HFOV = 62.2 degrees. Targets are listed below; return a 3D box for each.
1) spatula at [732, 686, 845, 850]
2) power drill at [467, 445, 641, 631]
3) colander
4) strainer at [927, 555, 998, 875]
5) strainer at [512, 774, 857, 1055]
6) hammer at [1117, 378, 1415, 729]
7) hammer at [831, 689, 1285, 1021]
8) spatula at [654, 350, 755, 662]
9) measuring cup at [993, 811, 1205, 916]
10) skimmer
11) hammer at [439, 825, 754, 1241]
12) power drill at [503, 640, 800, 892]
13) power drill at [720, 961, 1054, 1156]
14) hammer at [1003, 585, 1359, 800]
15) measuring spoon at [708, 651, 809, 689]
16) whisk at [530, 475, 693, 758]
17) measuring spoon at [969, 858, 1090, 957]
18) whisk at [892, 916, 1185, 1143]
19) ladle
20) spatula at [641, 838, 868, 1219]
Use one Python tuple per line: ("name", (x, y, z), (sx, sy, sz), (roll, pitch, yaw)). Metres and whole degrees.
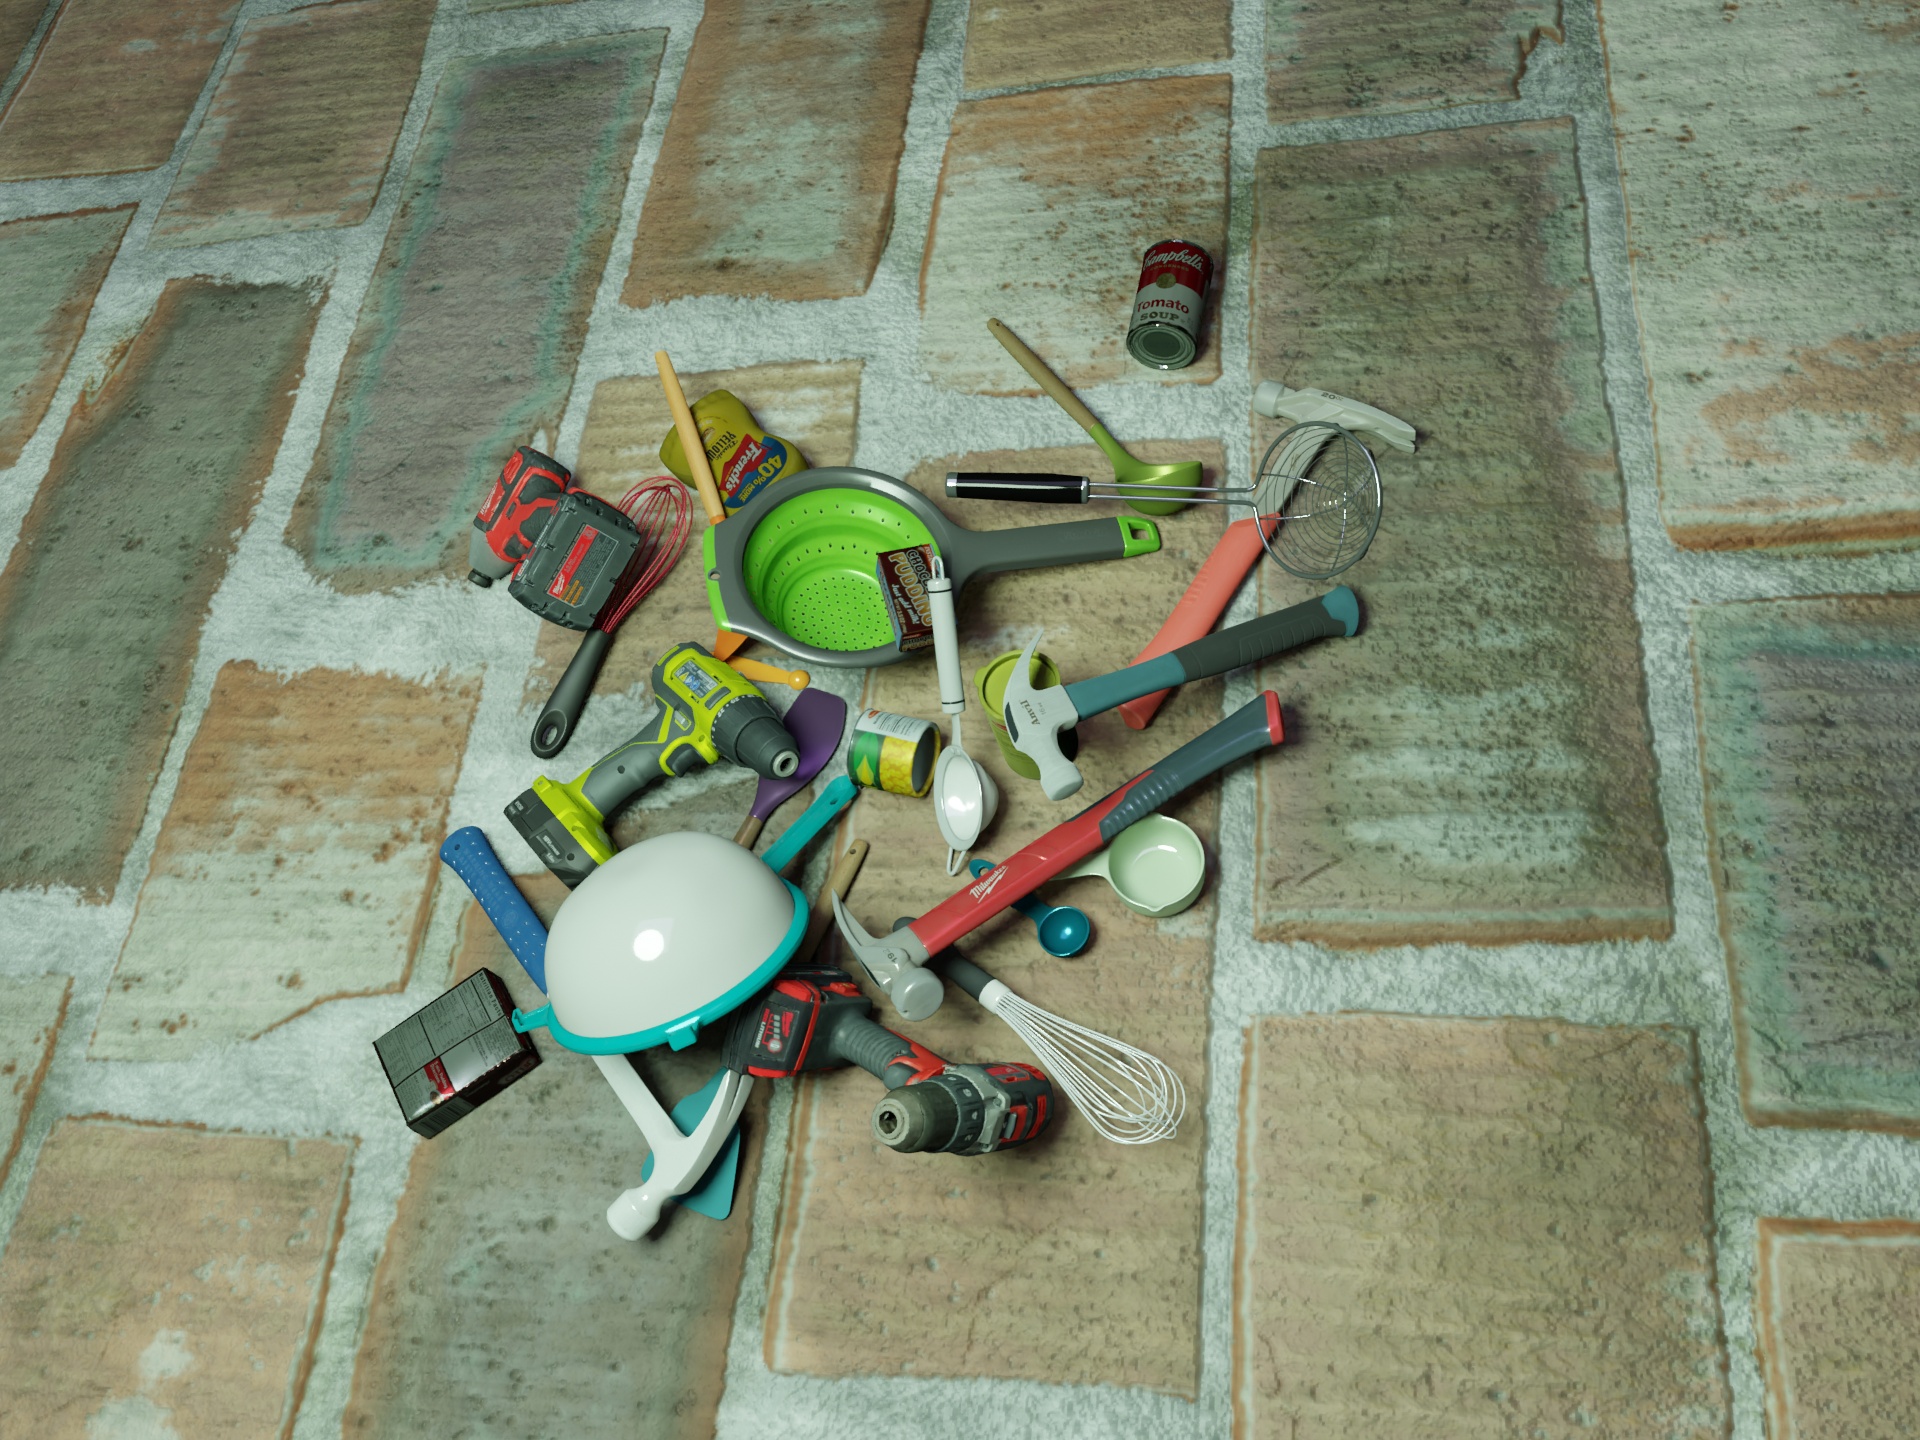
("spatula", (-0.183, 0.106, 1.343), (0.060, 0.018, 0.316), (20, 68, 22))
("power drill", (-0.392, -0.167, 1.479), (0.220, 0.078, 0.143), (33, 93, 51))
("colander", (-0.023, -0.123, 1.399), (0.397, 0.094, 0.205), (-7, 62, -10))
("strainer", (-0.002, -0.004, 1.279), (0.050, 0.258, 0.087), (-12, 12, -26))
("strainer", (-0.193, 0.112, 1.222), (0.211, 0.095, 0.340), (-4, 30, 38))
("hammer", (0.243, -0.139, 1.357), (0.149, 0.036, 0.359), (26, 71, 25))
("hammer", (0.085, 0.081, 1.231), (0.386, 0.038, 0.143), (-32, 38, -13))
("spatula", (-0.239, -0.207, 1.470), (0.081, 0.041, 0.323), (-38, 66, 43))
("measuring cup", (0.110, 0.120, 1.250), (0.167, 0.038, 0.083), (-5, 61, 14))
("skimmer", (0.160, -0.187, 1.314), (0.363, 0.090, 0.127), (4, 102, 11))
("hammer", (-0.314, 0.218, 1.284), (0.144, 0.035, 0.406), (-47, 55, 0))
("power drill", (-0.254, 0.049, 1.341), (0.228, 0.080, 0.191), (-43, 45, -11))
("power drill", (-0.064, 0.247, 1.131), (0.227, 0.187, 0.080), (18, 92, 31))
("hammer", (0.181, -0.044, 1.253), (0.331, 0.033, 0.128), (-19, 66, -23))
("measuring spoon", (-0.189, -0.047, 1.432), (0.117, 0.011, 0.021), (12, 66, 20))
("whisk", (-0.326, -0.098, 1.472), (0.073, 0.073, 0.296), (15, 73, 22))
("measuring spoon", (0.054, 0.148, 1.264), (0.042, 0.021, 0.129), (-47, 52, -12))
("whisk", (0.051, 0.227, 1.199), (0.285, 0.070, 0.070), (32, 74, 33))
("ladle", (0.112, -0.293, 1.465), (0.078, 0.062, 0.320), (-20, 53, -24))
("spatula", (-0.149, 0.232, 1.264), (0.082, 0.044, 0.318), (17, 63, 23))
